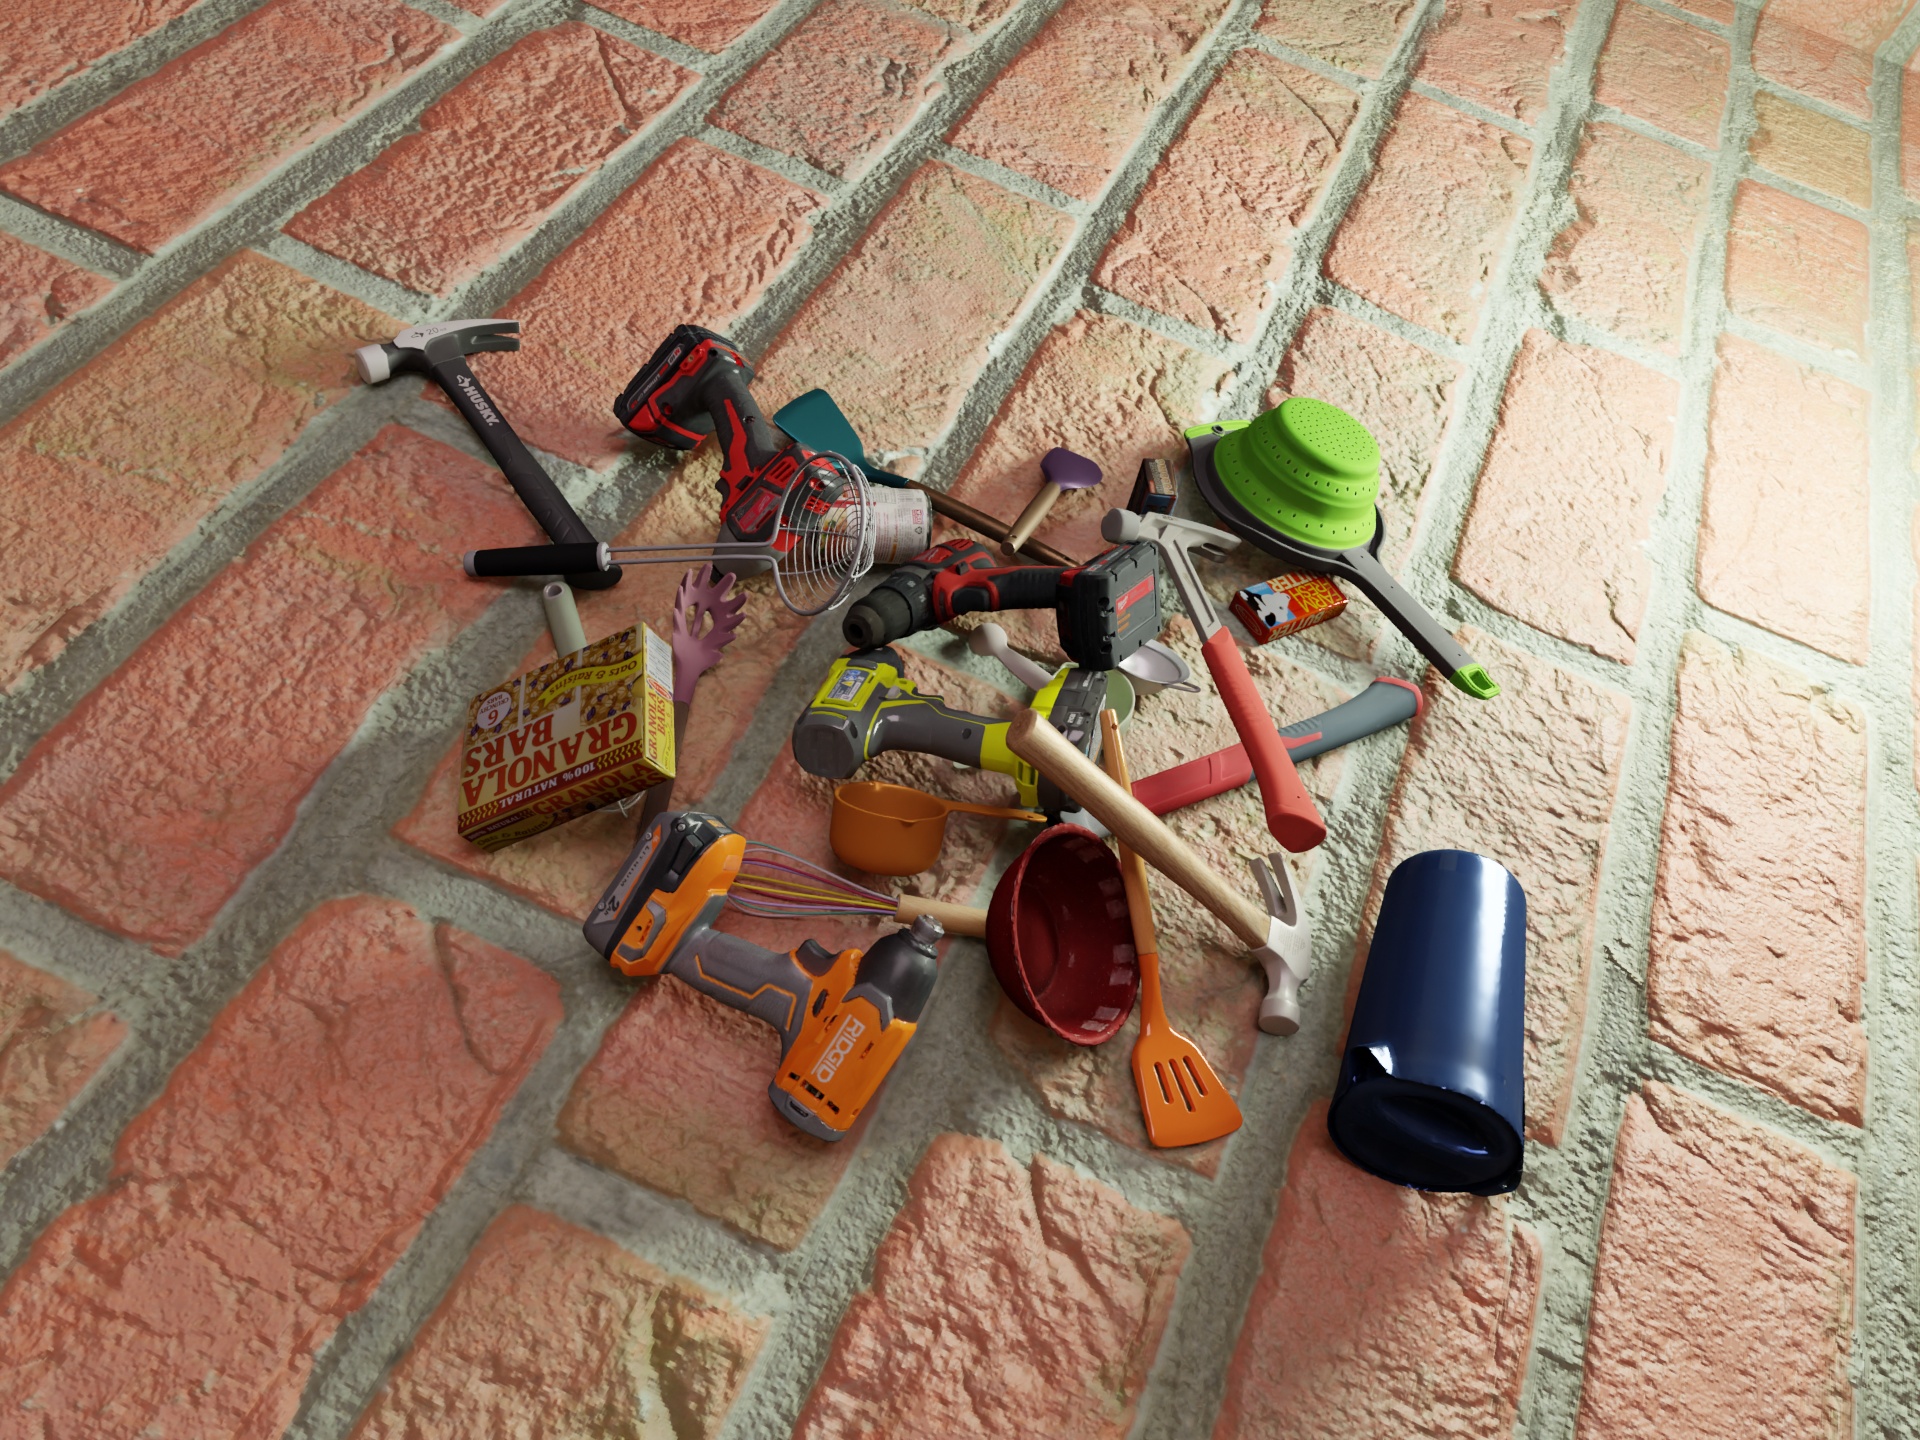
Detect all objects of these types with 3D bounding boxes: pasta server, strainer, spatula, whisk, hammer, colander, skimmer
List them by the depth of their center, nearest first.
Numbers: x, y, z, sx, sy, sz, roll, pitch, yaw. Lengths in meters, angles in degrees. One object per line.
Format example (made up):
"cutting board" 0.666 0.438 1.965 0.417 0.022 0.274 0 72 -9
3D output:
"hammer" 0.153 0.096 1.171 0.331 0.031 0.130 40 47 -27
"spatula" 0.140 0.148 1.180 0.081 0.041 0.323 -5 81 -27
"whisk" -0.070 0.134 1.191 0.245 0.047 0.051 12 63 -11
"pasta server" -0.223 0.006 1.250 0.060 0.040 0.316 23 49 -21
"whisk" -0.295 -0.022 1.250 0.058 0.059 0.247 -20 54 -7
"skimmer" -0.237 -0.140 1.252 0.363 0.090 0.127 -2 82 12
"hammer" 0.249 0.047 1.341 0.386 0.038 0.143 -18 61 -26
"hammer" 0.234 -0.041 1.349 0.149 0.036 0.359 9 45 -32
"hammer" -0.391 -0.237 1.397 0.146 0.035 0.335 -26 63 -29
"strainer" 0.116 -0.091 1.413 0.087 0.050 0.259 -9 47 -44
"spatula" 0.080 -0.200 1.430 0.060 0.018 0.316 24 27 5
"spatula" -0.026 -0.212 1.454 0.317 0.044 0.082 28 42 17
"colander" 0.380 -0.185 1.495 0.204 0.094 0.397 -16 57 -38

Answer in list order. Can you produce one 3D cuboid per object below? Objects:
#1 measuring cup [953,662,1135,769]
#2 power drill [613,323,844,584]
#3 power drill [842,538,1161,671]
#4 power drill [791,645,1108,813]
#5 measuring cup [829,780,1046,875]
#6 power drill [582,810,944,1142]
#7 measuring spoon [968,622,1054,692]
"measuring cup" 0.069 0.010 1.330 0.167 0.038 0.083 -26 58 -14
"power drill" -0.205 -0.226 1.382 0.220 0.143 0.078 54 20 26
"power drill" 0.032 -0.095 1.300 0.227 0.080 0.188 7 25 30
"power drill" -0.002 -0.004 1.258 0.223 0.080 0.171 9 30 11
"measuring cup" -0.017 0.088 1.220 0.173 0.052 0.095 7 14 -22
"power drill" -0.127 0.156 1.089 0.226 0.084 0.164 35 94 14
"measuring spoon" 0.048 -0.052 1.351 0.034 0.018 0.124 -35 46 -16
